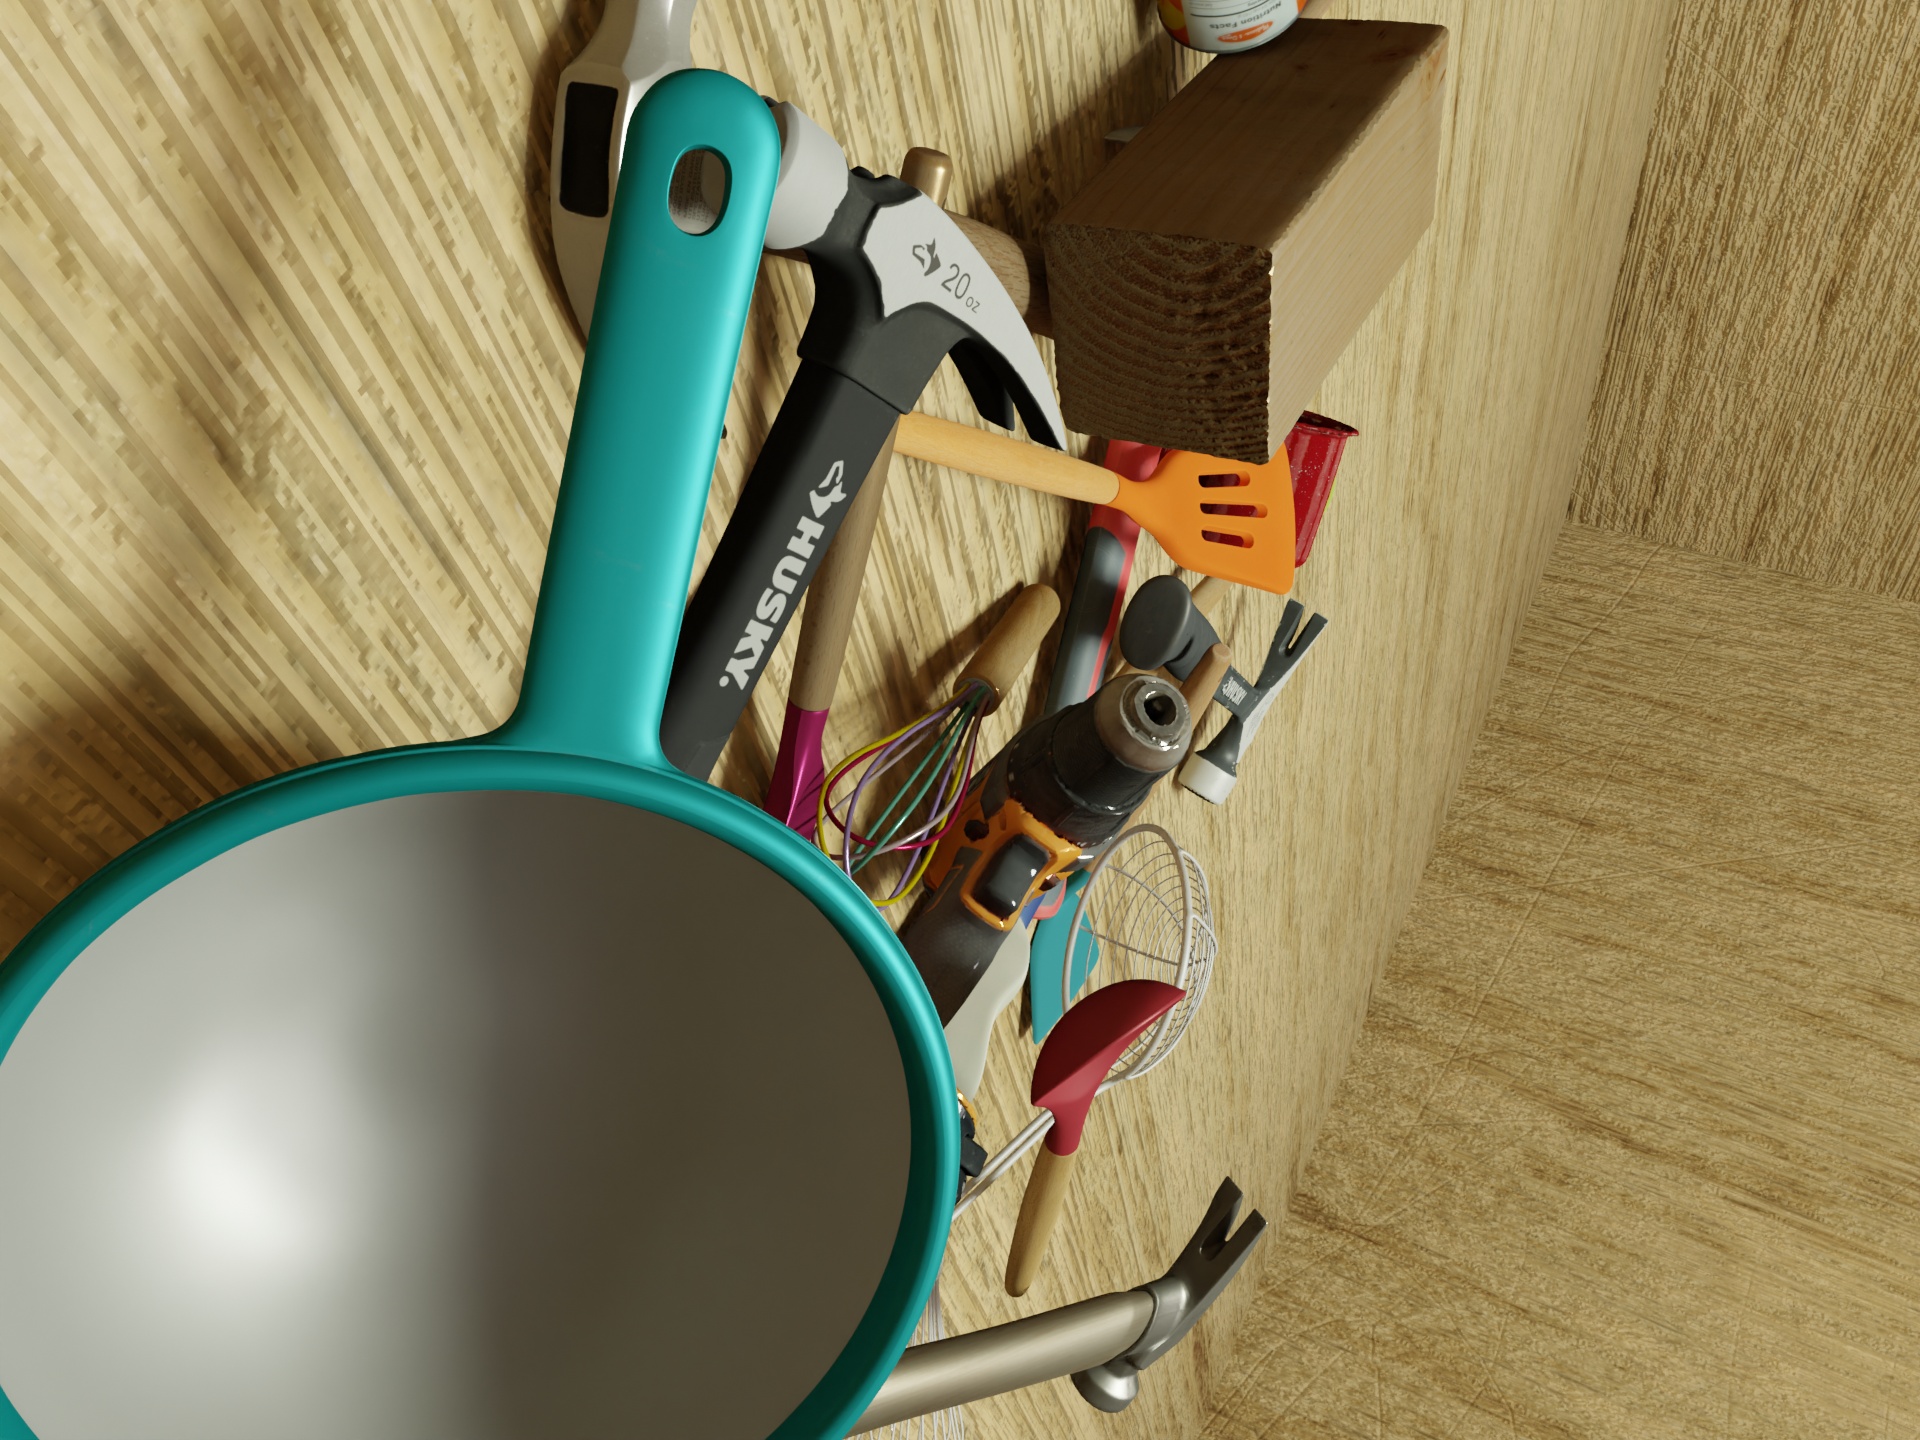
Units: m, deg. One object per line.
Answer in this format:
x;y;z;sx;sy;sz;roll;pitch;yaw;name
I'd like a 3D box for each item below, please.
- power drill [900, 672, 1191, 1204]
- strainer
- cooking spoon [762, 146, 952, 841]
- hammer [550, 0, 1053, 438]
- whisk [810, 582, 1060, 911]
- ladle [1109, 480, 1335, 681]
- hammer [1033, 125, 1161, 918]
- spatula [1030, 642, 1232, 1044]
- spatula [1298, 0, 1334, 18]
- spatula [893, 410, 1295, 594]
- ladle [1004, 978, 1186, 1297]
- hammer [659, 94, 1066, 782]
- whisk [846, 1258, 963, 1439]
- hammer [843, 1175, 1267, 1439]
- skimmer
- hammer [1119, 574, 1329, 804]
0.004;0.088;0.624;0.226;0.084;0.185;-57;-174;-32;power drill
-0.097;0.033;0.357;0.095;0.211;0.340;-140;-117;-66;strainer
-0.046;-0.029;0.530;0.069;0.017;0.318;-61;169;-60;cooking spoon
-0.020;-0.155;0.527;0.331;0.031;0.130;-14;120;-64;hammer
-0.002;-0.004;0.648;0.051;0.047;0.245;-60;177;34;whisk
0.137;-0.080;0.948;0.320;0.062;0.078;-46;143;-33;ladle
0.067;-0.083;0.773;0.143;0.038;0.386;-13;119;-63;hammer
0.090;0.068;0.868;0.082;0.044;0.317;-46;167;-39;spatula
0.200;-0.368;0.664;0.060;0.018;0.316;-52;-175;-24;spatula
0.056;-0.103;0.664;0.322;0.041;0.081;1;85;-55;spatula
0.042;0.193;0.689;0.069;0.031;0.315;-28;150;-25;ladle
-0.080;0.014;0.446;0.146;0.035;0.335;22;96;-54;hammer
-0.025;0.318;0.859;0.070;0.070;0.284;-26;125;-60;whisk
-0.012;0.284;0.700;0.410;0.038;0.146;9;119;-49;hammer
-0.009;0.193;0.744;0.363;0.090;0.127;-39;-173;-22;skimmer
0.150;-0.031;0.919;0.149;0.036;0.408;-58;163;3;hammer
